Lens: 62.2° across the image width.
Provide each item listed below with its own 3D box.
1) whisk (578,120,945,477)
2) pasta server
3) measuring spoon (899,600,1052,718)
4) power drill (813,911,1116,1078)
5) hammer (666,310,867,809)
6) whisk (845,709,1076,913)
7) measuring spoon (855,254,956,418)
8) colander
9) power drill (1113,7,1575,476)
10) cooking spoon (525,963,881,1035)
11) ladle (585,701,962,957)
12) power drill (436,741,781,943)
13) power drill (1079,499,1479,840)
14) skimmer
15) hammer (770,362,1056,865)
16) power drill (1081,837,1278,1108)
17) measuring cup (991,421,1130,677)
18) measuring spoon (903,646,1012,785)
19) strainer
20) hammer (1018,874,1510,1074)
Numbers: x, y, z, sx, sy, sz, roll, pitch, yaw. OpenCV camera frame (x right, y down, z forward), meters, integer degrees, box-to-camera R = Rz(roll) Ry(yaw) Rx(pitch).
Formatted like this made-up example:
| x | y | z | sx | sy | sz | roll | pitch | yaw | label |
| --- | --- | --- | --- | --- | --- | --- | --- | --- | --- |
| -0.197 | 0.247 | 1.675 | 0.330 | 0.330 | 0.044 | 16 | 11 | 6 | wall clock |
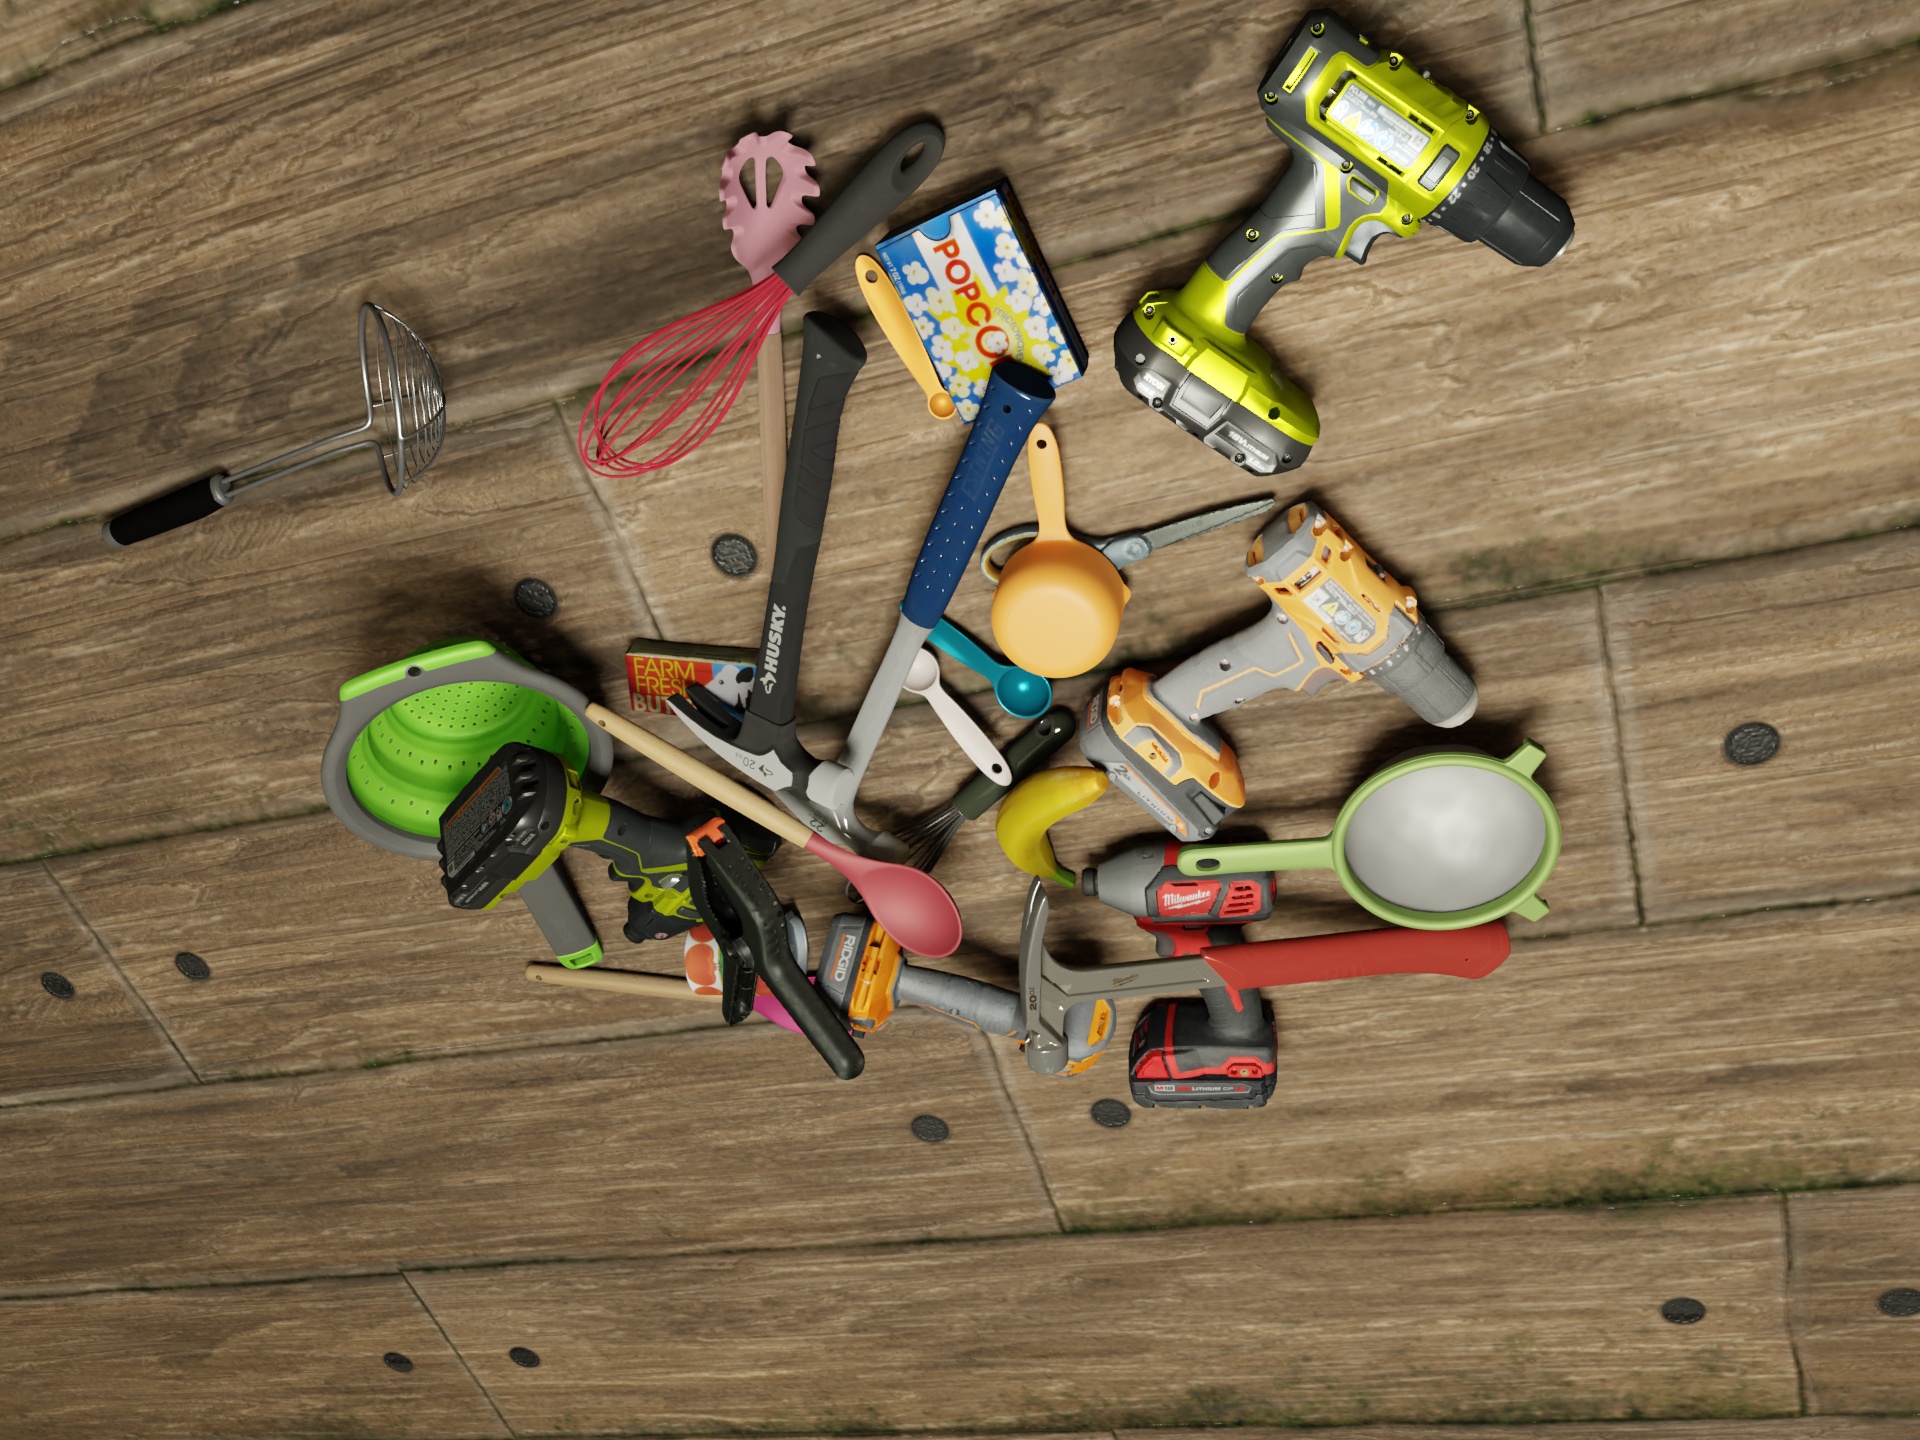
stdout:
| x | y | z | sx | sy | sz | roll | pitch | yaw | label |
| --- | --- | --- | --- | --- | --- | --- | --- | --- | --- |
| -0.120 | -0.252 | 0.963 | 0.296 | 0.073 | 0.073 | -42 | 107 | 8 | whisk |
| -0.123 | -0.225 | 1.035 | 0.060 | 0.040 | 0.316 | -7 | 126 | -13 | pasta server |
| 0.012 | -0.050 | 1.134 | 0.128 | 0.021 | 0.042 | 36 | 124 | 0 | measuring spoon |
| 0.004 | 0.226 | 1.252 | 0.226 | 0.084 | 0.164 | 14 | 160 | 5 | power drill |
| -0.116 | -0.107 | 1.065 | 0.146 | 0.035 | 0.334 | 24 | 121 | 20 | hammer |
| -0.001 | 0.070 | 1.197 | 0.059 | 0.058 | 0.246 | 19 | 130 | -43 | whisk |
| -0.034 | -0.246 | 1.020 | 0.021 | 0.011 | 0.116 | -22 | 111 | 24 | measuring spoon |
| -0.357 | 0.058 | 1.244 | 0.204 | 0.095 | 0.396 | -18 | 139 | -6 | colander |
| 0.214 | -0.258 | 0.915 | 0.190 | 0.080 | 0.228 | 32 | 121 | -8 | power drill |
| -0.222 | 0.231 | 1.363 | 0.319 | 0.017 | 0.068 | 4 | 122 | 9 | cooking spoon |
| -0.133 | 0.074 | 1.147 | 0.315 | 0.031 | 0.069 | 32 | 124 | -4 | ladle |
| -0.270 | 0.104 | 1.203 | 0.223 | 0.080 | 0.171 | 20 | 128 | -42 | power drill |
| 0.215 | -0.015 | 1.072 | 0.185 | 0.084 | 0.226 | 40 | 117 | -15 | power drill |
| -0.500 | -0.184 | 1.116 | 0.363 | 0.090 | 0.127 | -15 | 86 | 24 | skimmer |
| -0.038 | -0.065 | 1.082 | 0.144 | 0.035 | 0.405 | 35 | 128 | 12 | hammer |
| 0.172 | 0.188 | 1.213 | 0.143 | 0.079 | 0.219 | -2 | 118 | 12 | power drill |
| 0.058 | -0.106 | 1.039 | 0.095 | 0.052 | 0.173 | 0 | 126 | 13 | measuring cup |
| -0.002 | -0.004 | 1.149 | 0.034 | 0.018 | 0.124 | -35 | 97 | 26 | measuring spoon |
| 0.281 | 0.074 | 1.113 | 0.256 | 0.069 | 0.151 | -6 | 123 | 14 | strainer |
| 0.219 | 0.165 | 1.134 | 0.359 | 0.037 | 0.149 | -5 | 115 | -9 | hammer |
